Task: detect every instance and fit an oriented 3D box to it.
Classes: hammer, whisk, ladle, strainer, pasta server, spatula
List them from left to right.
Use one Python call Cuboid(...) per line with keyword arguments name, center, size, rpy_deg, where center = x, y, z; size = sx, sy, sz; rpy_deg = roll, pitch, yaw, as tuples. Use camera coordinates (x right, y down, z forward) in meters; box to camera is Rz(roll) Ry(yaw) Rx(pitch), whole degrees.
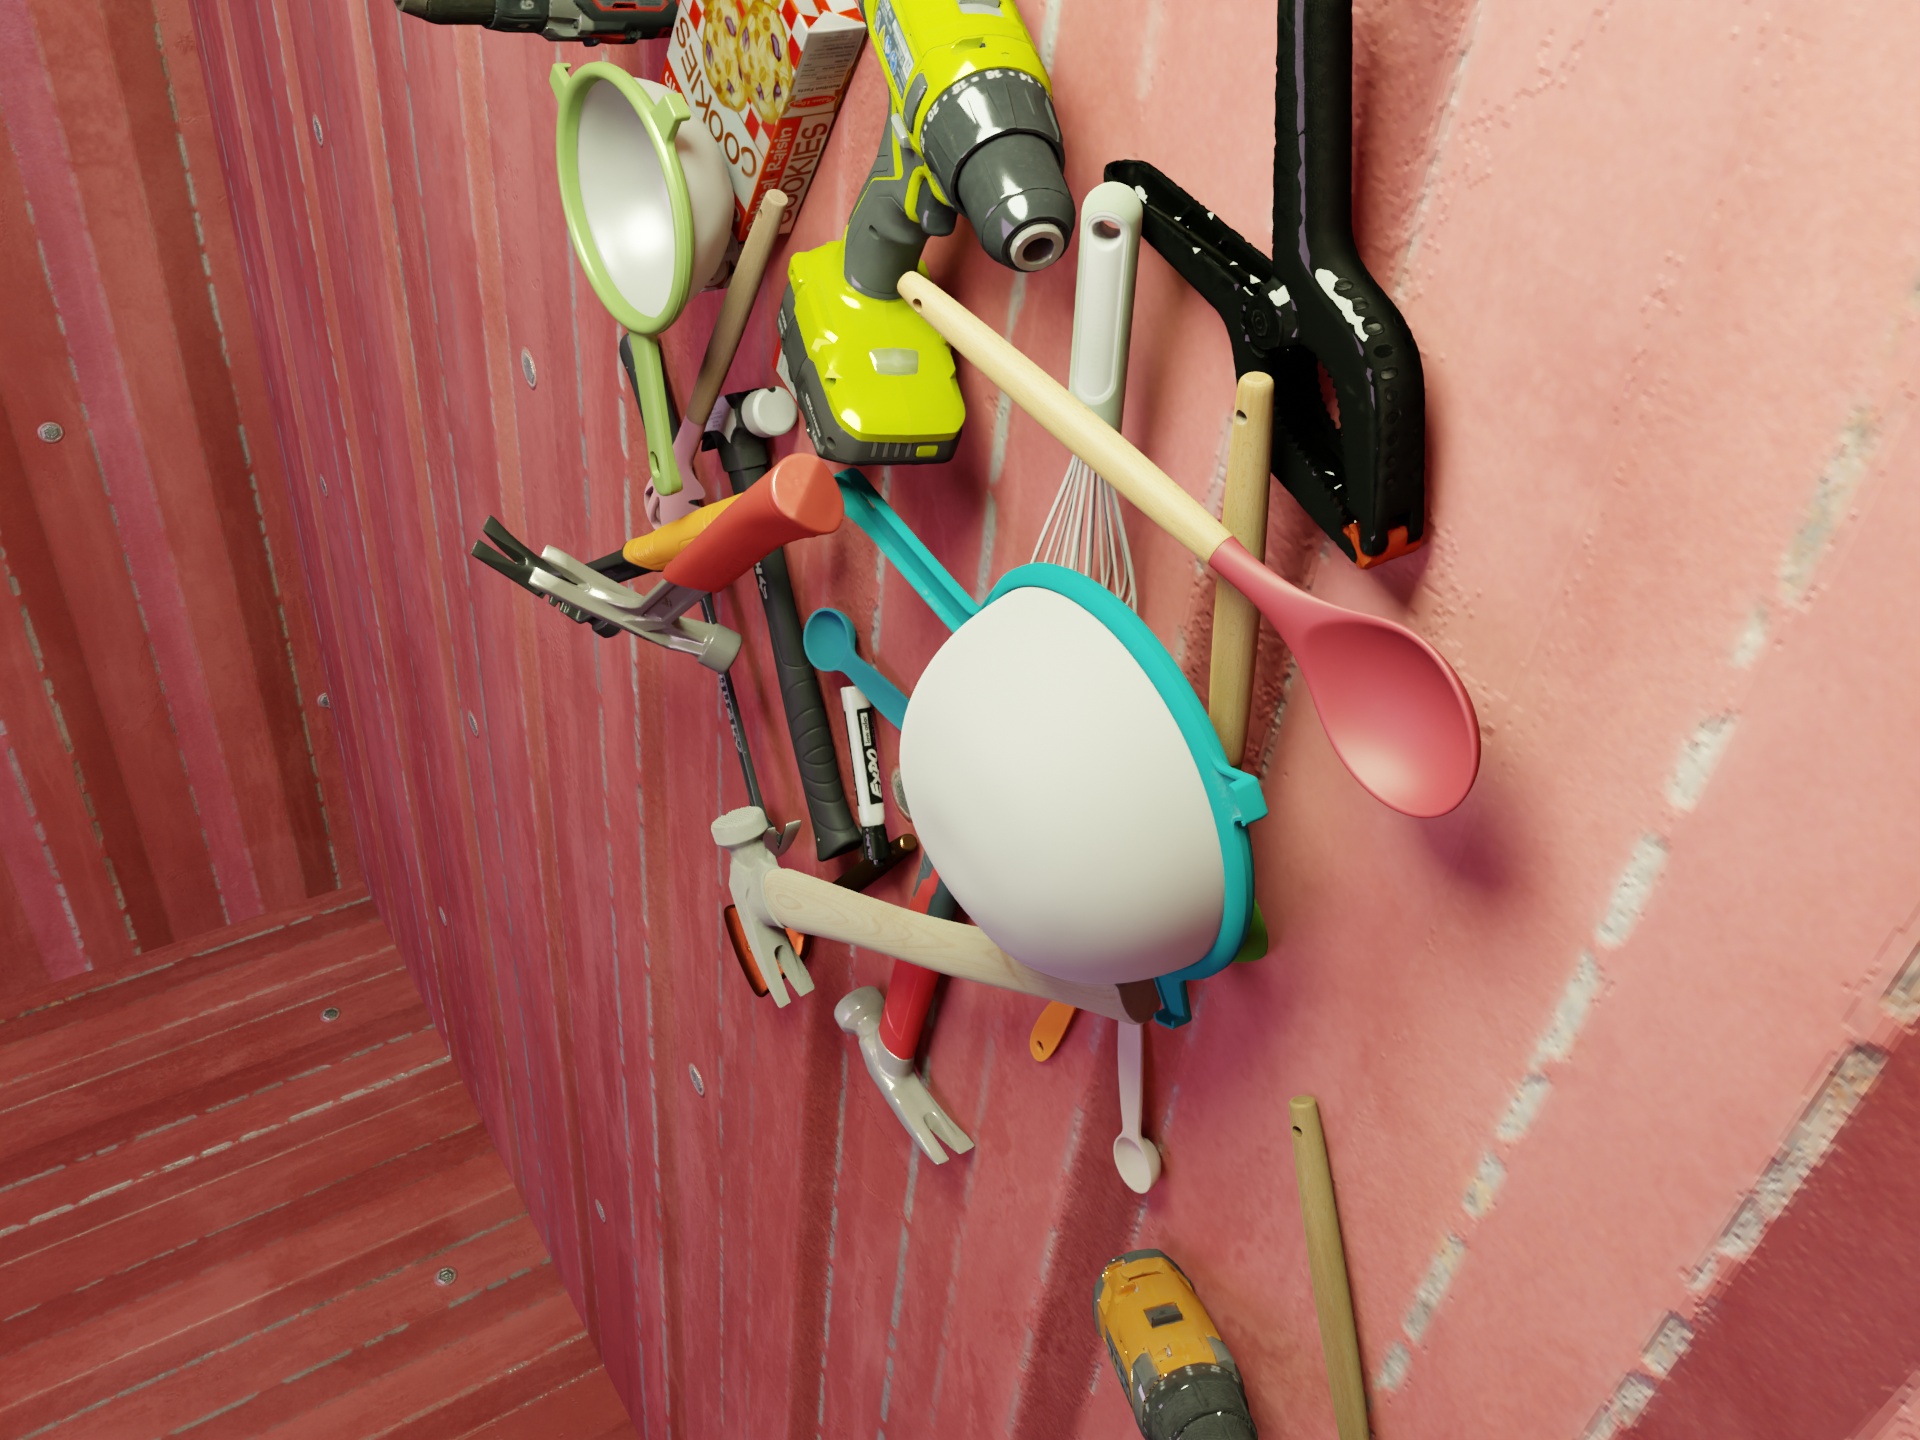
Cuboid(name="hammer", center=(-0.206, -0.120, 1.075), size=(0.337, 0.127, 0.034), rpy_deg=(-9, 54, 49))
Cuboid(name="strainer", center=(-0.170, -0.261, 0.952), size=(0.152, 0.069, 0.256), rpy_deg=(33, 136, 43))
Cuboid(name="hammer", center=(-0.159, -0.098, 0.954), size=(0.359, 0.149, 0.037), rpy_deg=(-19, 48, 65))
Cuboid(name="hammer", center=(-0.192, -0.090, 1.195), size=(0.149, 0.036, 0.409), rpy_deg=(-179, 74, -72))
Cuboid(name="pasta server", center=(-0.154, -0.213, 1.013), size=(0.060, 0.040, 0.316), rpy_deg=(60, 145, 19))
Cuboid(name="hammer", center=(-0.124, -0.060, 1.110), size=(0.146, 0.035, 0.334), rpy_deg=(7, 113, 58))
Cuboid(name="spatula", center=(-0.105, 0.136, 1.186), size=(0.322, 0.041, 0.081), rpy_deg=(-40, 71, 59))
Cuboid(name="hammer", center=(-0.026, 0.141, 0.979), size=(0.411, 0.038, 0.146), rpy_deg=(4, 115, 54))
Cuboid(name="hammer", center=(-0.010, 0.137, 1.024), size=(0.143, 0.038, 0.386), rpy_deg=(51, 146, 30))
Cuboid(name="strainer", center=(-0.001, -0.002, 0.766), size=(0.341, 0.095, 0.210), rpy_deg=(51, 154, 30))
Cuboid(name="whisk", center=(0.059, -0.121, 0.715), size=(0.058, 0.059, 0.246), rpy_deg=(12, 133, 12))
Cuboid(name="ladle", center=(0.083, -0.082, 0.627), size=(0.316, 0.031, 0.069), rpy_deg=(45, 139, 18))
Cuboid(name="ladle", center=(0.184, 0.341, 0.786), size=(0.078, 0.062, 0.320), rpy_deg=(1, 105, 50))

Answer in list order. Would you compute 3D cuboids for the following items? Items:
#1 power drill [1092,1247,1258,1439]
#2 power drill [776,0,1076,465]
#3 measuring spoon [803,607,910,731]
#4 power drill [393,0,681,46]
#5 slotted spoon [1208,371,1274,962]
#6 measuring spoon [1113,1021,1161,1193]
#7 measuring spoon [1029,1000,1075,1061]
Cuboid(name="power drill", center=(0.130, 0.432, 0.864), size=(0.185, 0.084, 0.226), rpy_deg=(-127, 28, -72))
Cuboid(name="power drill", center=(-0.017, -0.226, 0.750), size=(0.228, 0.080, 0.191), rpy_deg=(118, 141, -53))
Cuboid(name="measuring spoon", center=(-0.054, -0.027, 1.030), size=(0.129, 0.021, 0.042), rpy_deg=(44, 120, 27))
Cuboid(name="power drill", center=(-0.239, -0.502, 0.896), size=(0.080, 0.188, 0.226), rpy_deg=(22, 121, 54))
Cuboid(name="slotted spoon", center=(0.115, -0.005, 0.692), size=(0.070, 0.031, 0.313), rpy_deg=(37, 143, 39))
Cuboid(name="measuring spoon", center=(0.102, 0.208, 0.898), size=(0.034, 0.018, 0.124), rpy_deg=(20, 116, 56))
Cuboid(name="measuring spoon", center=(0.061, 0.178, 0.955), size=(0.021, 0.011, 0.116), rpy_deg=(58, 153, 24))
